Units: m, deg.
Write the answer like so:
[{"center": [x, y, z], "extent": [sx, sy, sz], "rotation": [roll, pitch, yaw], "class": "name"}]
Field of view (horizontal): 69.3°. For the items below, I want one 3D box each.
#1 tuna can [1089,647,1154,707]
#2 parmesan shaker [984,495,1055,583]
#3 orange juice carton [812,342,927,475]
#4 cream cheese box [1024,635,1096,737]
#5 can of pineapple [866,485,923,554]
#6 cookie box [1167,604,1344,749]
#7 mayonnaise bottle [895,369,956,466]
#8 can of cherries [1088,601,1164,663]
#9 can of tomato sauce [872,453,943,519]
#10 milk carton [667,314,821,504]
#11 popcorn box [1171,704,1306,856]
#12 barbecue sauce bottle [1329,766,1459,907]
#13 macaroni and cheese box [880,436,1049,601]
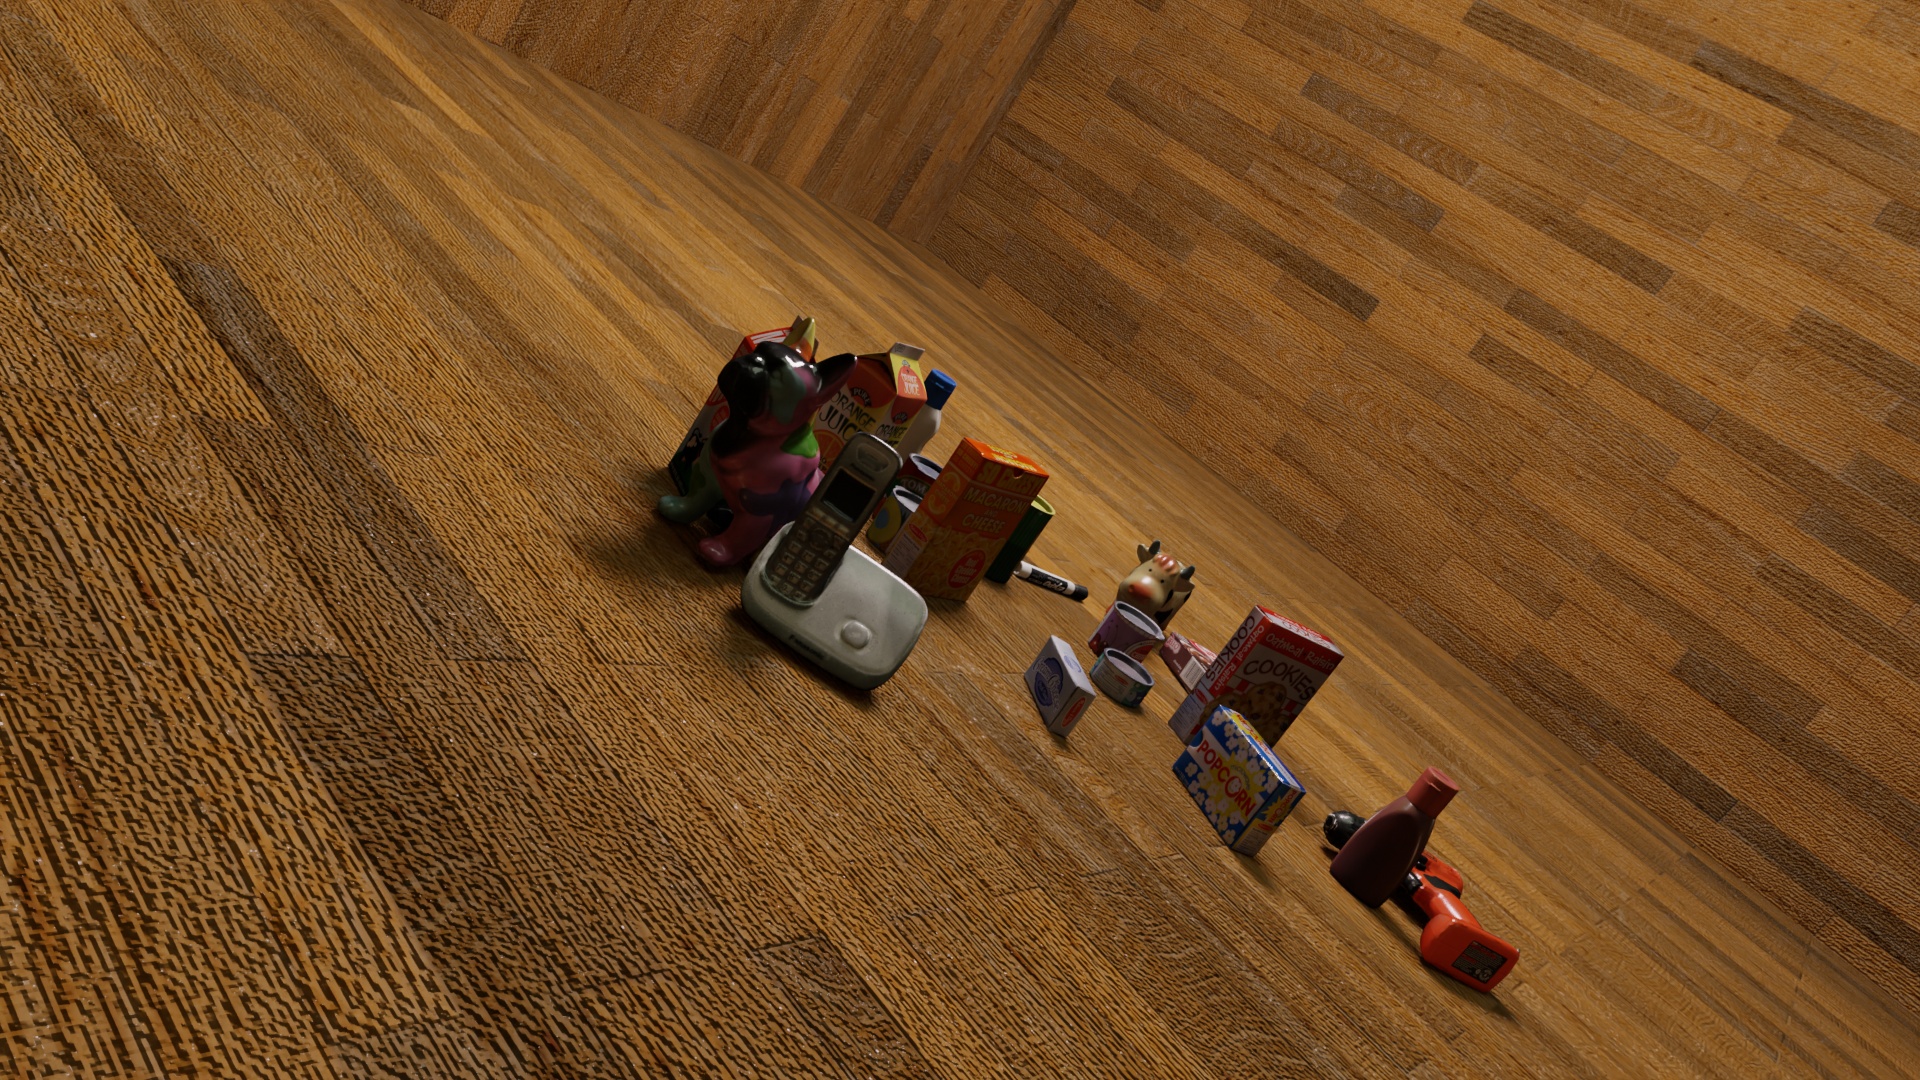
[{"center": [0.177, 0.150, 1.518], "extent": [0.071, 0.032, 0.071], "rotation": [31, 15, -9], "class": "tuna can"}, {"center": [0.054, -0.010, 1.622], "extent": [0.071, 0.103, 0.071], "rotation": [31, 15, -9], "class": "parmesan shaker"}, {"center": [-0.104, -0.130, 1.497], "extent": [0.073, 0.192, 0.072], "rotation": [40, 16, 20], "class": "orange juice carton"}, {"center": [0.095, 0.140, 1.344], "extent": [0.024, 0.053, 0.104], "rotation": [28, 16, -22], "class": "cream cheese box"}, {"center": [-0.060, -0.016, 1.494], "extent": [0.071, 0.057, 0.071], "rotation": [31, 15, -9], "class": "can of pineapple"}, {"center": [0.325, 0.162, 1.526], "extent": [0.123, 0.167, 0.040], "rotation": [24, 18, -33], "class": "cookie box"}, {"center": [-0.058, -0.139, 1.701], "extent": [0.065, 0.147, 0.041], "rotation": [33, 15, -4], "class": "mayonnaise bottle"}, {"center": [0.192, 0.114, 1.608], "extent": [0.071, 0.058, 0.072], "rotation": [31, 15, -9], "class": "can of cherries"}, {"center": [-0.051, -0.045, 1.553], "extent": [0.071, 0.083, 0.071], "rotation": [31, 15, -9], "class": "can of tomato sauce"}, {"center": [-0.189, -0.118, 1.291], "extent": [0.073, 0.190, 0.072], "rotation": [23, 18, -35], "class": "milk carton"}, {"center": [0.270, 0.233, 1.355], "extent": [0.038, 0.085, 0.127], "rotation": [25, 18, -31], "class": "popcorn box"}, {"center": [0.439, 0.294, 1.394], "extent": [0.065, 0.148, 0.044], "rotation": [41, 16, 23], "class": "barbecue sauce bottle"}, {"center": [0.005, -0.018, 1.427], "extent": [0.040, 0.166, 0.124], "rotation": [43, 18, 32], "class": "macaroni and cheese box"}]
